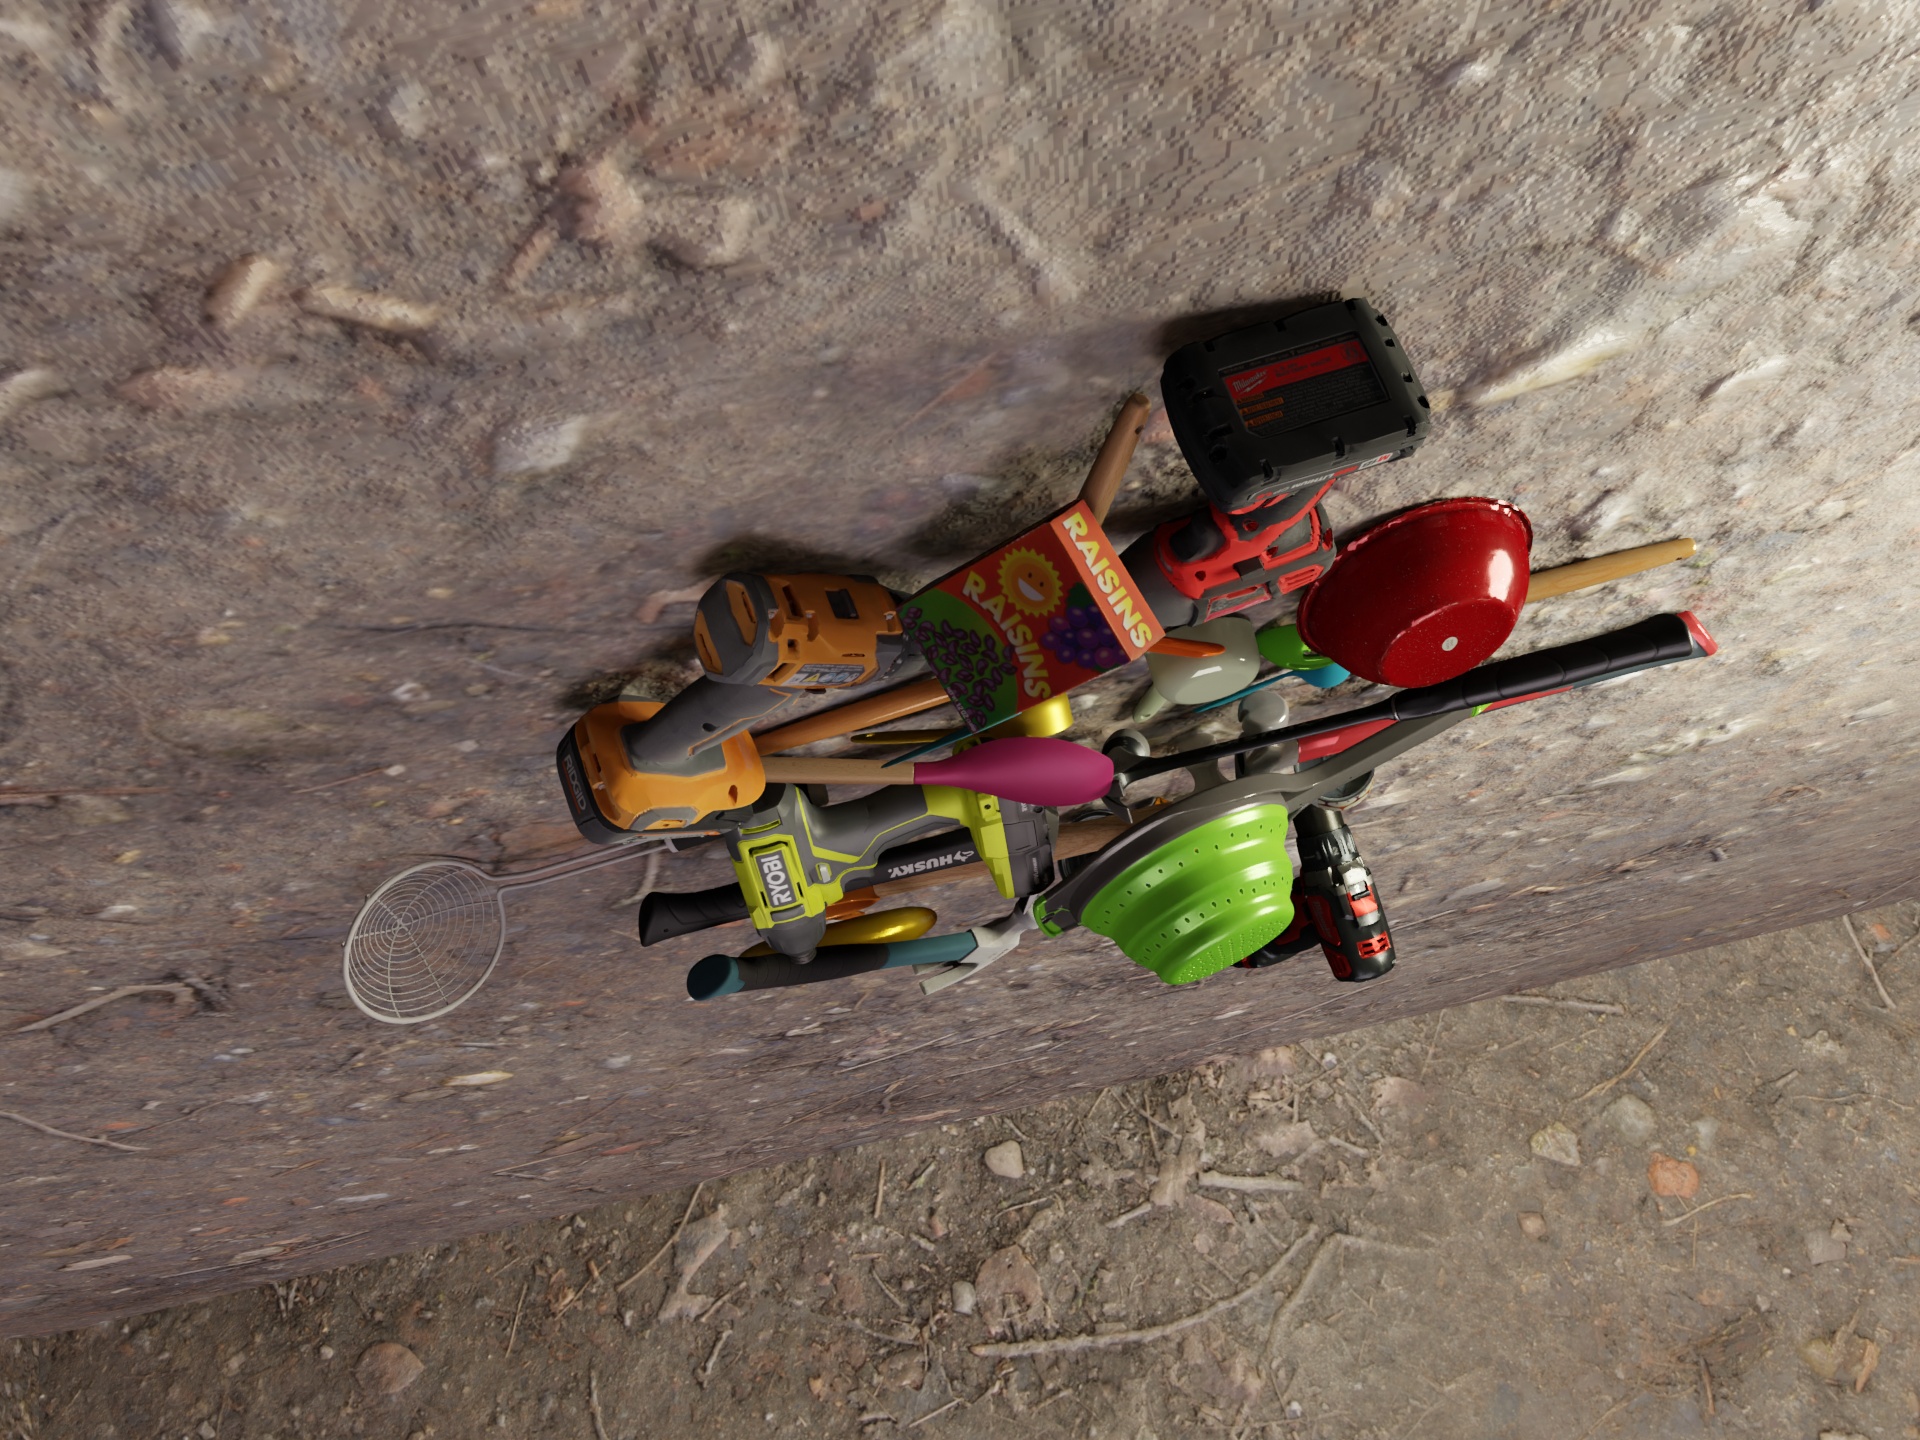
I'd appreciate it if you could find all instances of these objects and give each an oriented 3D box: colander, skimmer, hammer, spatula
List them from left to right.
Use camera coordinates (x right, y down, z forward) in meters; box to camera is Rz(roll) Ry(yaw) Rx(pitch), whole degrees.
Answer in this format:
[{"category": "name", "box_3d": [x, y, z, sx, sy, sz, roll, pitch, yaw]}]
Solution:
[{"category": "skimmer", "box_3d": [-0.269, 0.123, 1.162, 0.363, 0.090, 0.127, -17, 127, 4]}, {"category": "hammer", "box_3d": [-0.085, 0.123, 1.241, 0.334, 0.035, 0.146, -13, 132, -10]}, {"category": "hammer", "box_3d": [-0.078, 0.195, 1.310, 0.330, 0.033, 0.128, 1, 146, -44]}, {"category": "spatula", "box_3d": [0.011, -0.018, 1.043, 0.322, 0.041, 0.081, -17, -177, 14]}, {"category": "spatula", "box_3d": [0.037, -0.065, 0.900, 0.082, 0.044, 0.317, -20, 151, -35]}, {"category": "hammer", "box_3d": [0.074, 0.106, 1.333, 0.331, 0.130, 0.031, -14, -158, 21]}, {"category": "colander", "box_3d": [0.250, 0.093, 1.178, 0.397, 0.095, 0.204, -28, 158, 0]}, {"category": "hammer", "box_3d": [0.285, -0.006, 1.093, 0.409, 0.036, 0.149, -15, -169, 16]}, {"category": "hammer", "box_3d": [0.405, -0.008, 1.257, 0.386, 0.038, 0.143, -15, 138, -3]}]

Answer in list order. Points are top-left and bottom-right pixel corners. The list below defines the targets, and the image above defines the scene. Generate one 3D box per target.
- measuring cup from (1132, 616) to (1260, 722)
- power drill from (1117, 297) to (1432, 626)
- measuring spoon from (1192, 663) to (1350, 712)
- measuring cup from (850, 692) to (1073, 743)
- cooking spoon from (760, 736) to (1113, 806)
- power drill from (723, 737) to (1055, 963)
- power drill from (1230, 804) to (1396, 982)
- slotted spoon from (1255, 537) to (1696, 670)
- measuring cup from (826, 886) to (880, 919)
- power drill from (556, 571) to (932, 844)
[{"category": "measuring cup", "box_3d": [0.157, -0.020, 1.124, 0.083, 0.038, 0.167, -6, 158, -17]}, {"category": "power drill", "box_3d": [0.144, -0.115, 0.825, 0.143, 0.079, 0.219, -18, 163, -10]}, {"category": "measuring spoon", "box_3d": [0.233, -0.021, 1.179, 0.128, 0.021, 0.042, -22, 177, 27]}, {"category": "measuring cup", "box_3d": [-0.002, -0.003, 1.089, 0.156, 0.029, 0.062, -5, -164, 11]}, {"category": "cooking spoon", "box_3d": [-0.057, 0.035, 1.068, 0.319, 0.017, 0.068, 2, 137, 0]}, {"category": "power drill", "box_3d": [-0.051, 0.093, 1.158, 0.223, 0.080, 0.171, -14, 130, -4]}, {"category": "power drill", "box_3d": [0.311, 0.151, 1.504, 0.080, 0.188, 0.227, -17, 179, -21]}, {"category": "slotted spoon", "box_3d": [0.360, -0.082, 1.108, 0.314, 0.031, 0.070, -15, 162, 0]}, {"category": "measuring cup", "box_3d": [-0.111, 0.143, 1.364, 0.095, 0.052, 0.173, -16, 169, 6]}, {"category": "power drill", "box_3d": [-0.112, -0.011, 0.942, 0.185, 0.084, 0.226, -2, 152, -47]}]
